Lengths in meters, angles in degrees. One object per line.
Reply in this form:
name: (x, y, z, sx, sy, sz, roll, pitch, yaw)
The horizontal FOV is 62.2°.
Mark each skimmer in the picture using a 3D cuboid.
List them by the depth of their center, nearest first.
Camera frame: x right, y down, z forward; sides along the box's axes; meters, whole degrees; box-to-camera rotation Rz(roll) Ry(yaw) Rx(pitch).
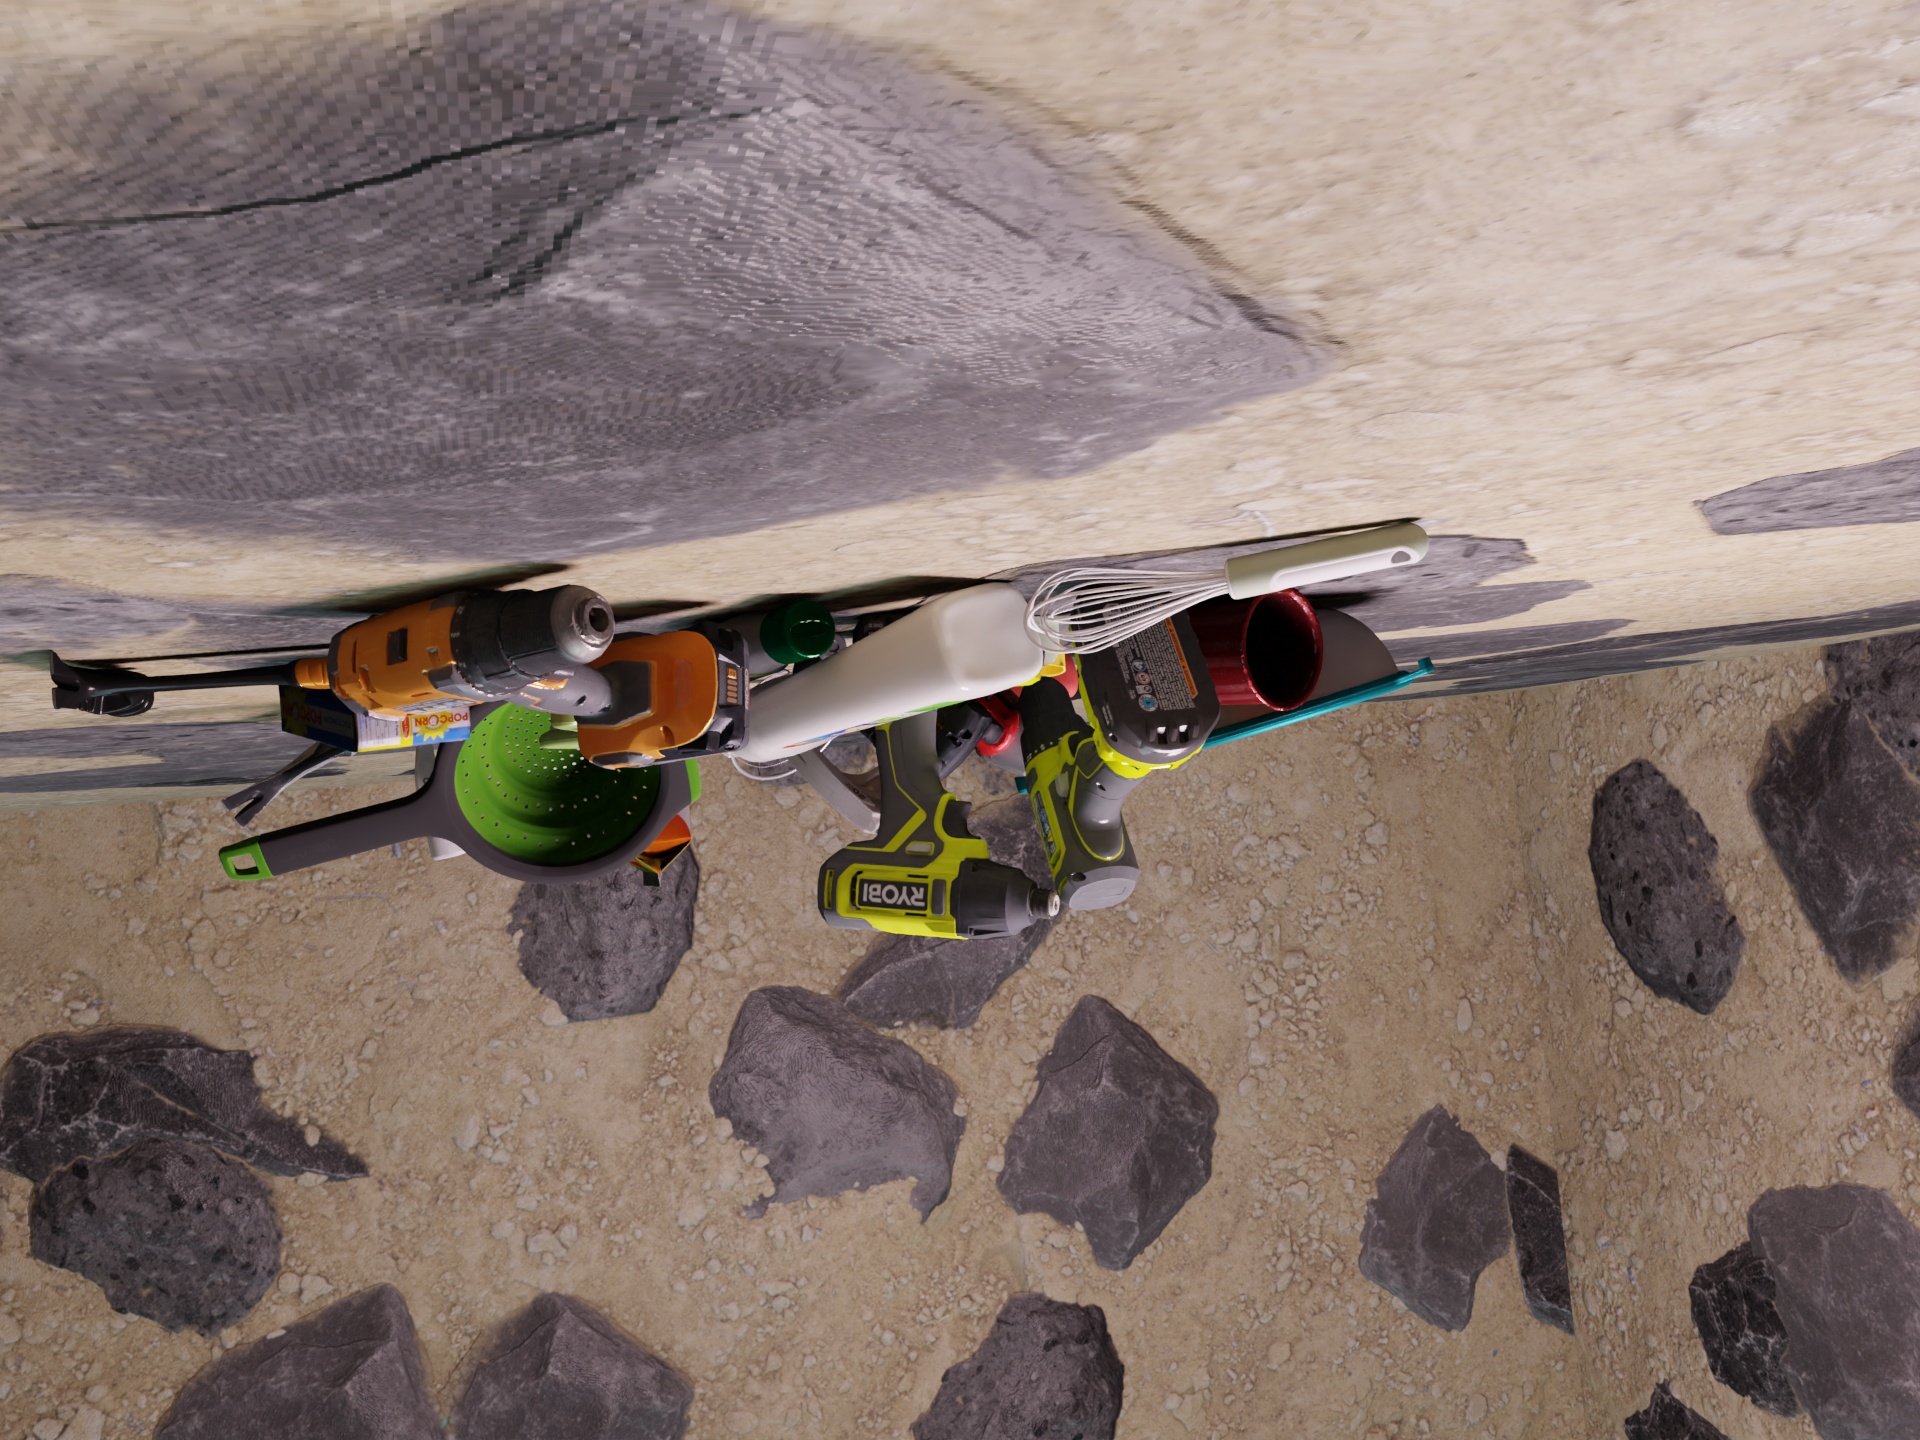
skimmer: (-0.128, -0.012, 1.367, 0.127, 0.090, 0.363, -32, -177, -17)

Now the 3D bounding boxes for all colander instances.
colander: (-0.431, 0.055, 1.378, 0.397, 0.204, 0.095, -15, -150, -9)

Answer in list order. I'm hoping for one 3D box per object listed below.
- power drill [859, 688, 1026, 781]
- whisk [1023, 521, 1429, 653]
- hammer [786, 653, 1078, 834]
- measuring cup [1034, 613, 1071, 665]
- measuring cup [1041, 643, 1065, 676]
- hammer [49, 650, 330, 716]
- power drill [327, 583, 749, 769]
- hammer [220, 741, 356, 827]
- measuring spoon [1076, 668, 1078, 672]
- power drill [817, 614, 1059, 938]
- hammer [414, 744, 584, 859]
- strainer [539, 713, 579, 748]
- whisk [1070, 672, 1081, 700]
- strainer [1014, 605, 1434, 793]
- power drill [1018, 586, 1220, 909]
power drill: (-0.002, -0.004, 1.290, 0.078, 0.143, 0.219, -49, 164, 13)
whisk: (0.154, -0.082, 0.953, 0.246, 0.059, 0.057, -11, 148, 18)
hammer: (-0.003, 0.002, 1.424, 0.359, 0.149, 0.036, -32, 161, -51)
measuring cup: (0.079, -0.062, 1.231, 0.167, 0.038, 0.083, -5, 178, 31)
measuring cup: (0.038, -0.066, 1.345, 0.062, 0.029, 0.156, -7, 165, 30)
hammer: (-0.392, -0.033, 1.022, 0.337, 0.034, 0.127, -5, 178, -11)
power drill: (-0.216, -0.029, 0.919, 0.185, 0.084, 0.226, -9, 167, 33)
hammer: (-0.505, 0.014, 1.335, 0.409, 0.036, 0.149, -16, -159, 50)
measuring spoon: (0.142, -0.062, 1.647, 0.042, 0.021, 0.128, 2, -173, 5)
power drill: (-0.009, 0.041, 1.125, 0.171, 0.223, 0.080, 2, 176, 22)
hammer: (-0.309, 0.013, 1.504, 0.405, 0.144, 0.035, -14, -177, -25)
strainer: (-0.263, -0.018, 1.211, 0.151, 0.069, 0.256, -4, 176, 4)
whisk: (0.053, -0.016, 1.638, 0.296, 0.073, 0.073, -15, 171, 43)
strainer: (0.197, -0.026, 1.310, 0.340, 0.095, 0.211, -15, 178, -9)
power drill: (0.099, 0.006, 1.154, 0.080, 0.191, 0.228, -4, 148, -17)
